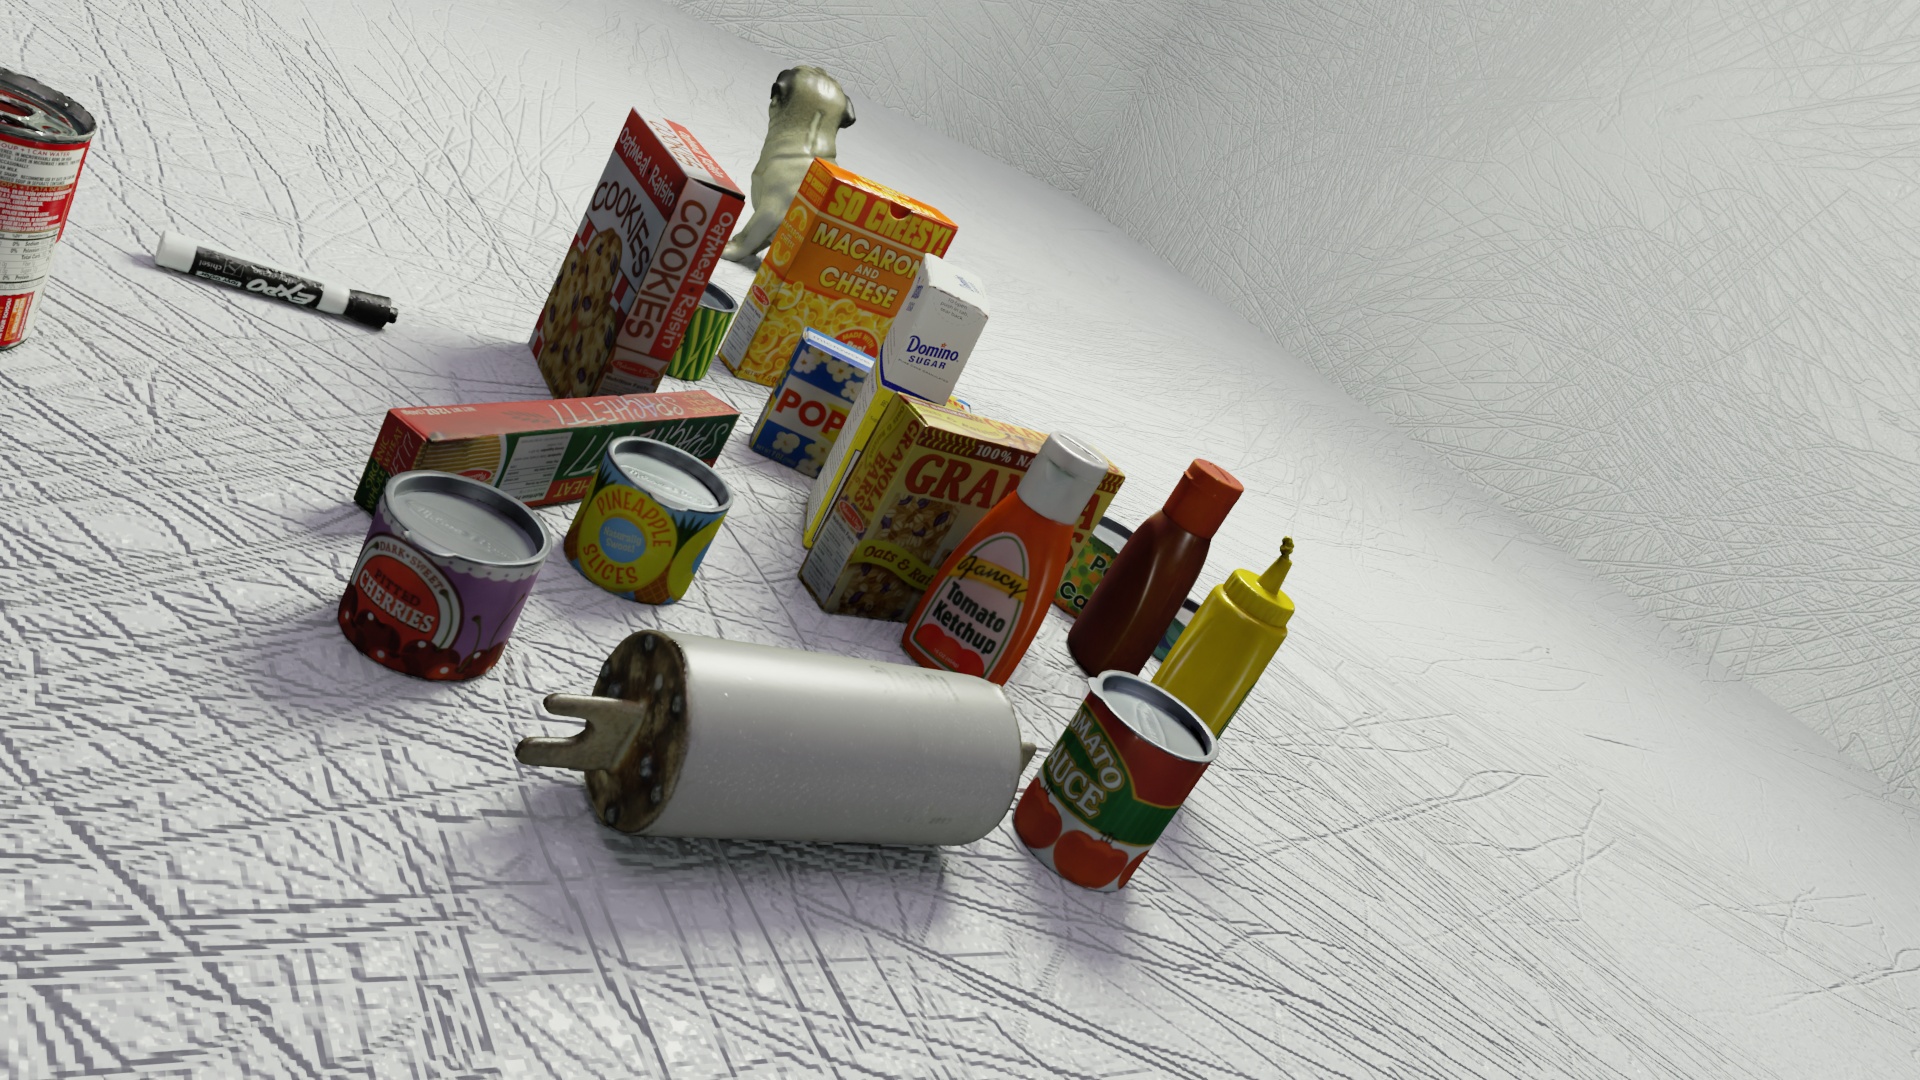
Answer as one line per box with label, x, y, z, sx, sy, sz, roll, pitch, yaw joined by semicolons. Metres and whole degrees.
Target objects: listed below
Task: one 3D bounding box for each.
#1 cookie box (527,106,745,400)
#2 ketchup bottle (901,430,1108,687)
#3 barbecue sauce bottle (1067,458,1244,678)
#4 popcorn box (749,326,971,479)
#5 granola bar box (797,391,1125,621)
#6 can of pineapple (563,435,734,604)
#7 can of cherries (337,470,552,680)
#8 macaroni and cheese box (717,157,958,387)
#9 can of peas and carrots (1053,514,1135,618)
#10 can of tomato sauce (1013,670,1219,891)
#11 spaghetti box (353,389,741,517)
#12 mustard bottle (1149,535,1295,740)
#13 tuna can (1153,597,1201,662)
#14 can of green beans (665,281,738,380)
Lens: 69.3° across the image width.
cookie box;-0.194;-0.157;0.821;0.040;0.167;0.123;15;24;-37
ketchup bottle;0.028;0.012;0.753;0.065;0.148;0.043;35;19;14
barbecue sauce bottle;0.123;0.019;0.871;0.043;0.148;0.065;22;21;-23
popcorn box;-0.066;-0.077;0.932;0.127;0.085;0.038;24;20;-17
granola bar box;0.003;-0.010;0.808;0.166;0.123;0.039;11;27;-44
can of pineapple;-0.154;-0.009;0.682;0.071;0.057;0.071;27;19;-10
can of cherries;-0.205;0.014;0.549;0.071;0.058;0.072;27;19;-10
macaroni and cheese box;-0.091;-0.188;1.048;0.124;0.166;0.040;12;26;-43
can of peas and carrots;0.096;0.021;0.963;0.071;0.058;0.071;27;19;-10
can of tomato sauce;0.071;0.114;0.661;0.071;0.082;0.071;27;19;-10
spaghetti box;-0.200;-0.047;0.719;0.029;0.050;0.251;36;20;15
mustard bottle;0.141;0.066;0.762;0.049;0.159;0.065;33;19;7
tuna can;0.161;0.068;0.977;0.071;0.032;0.071;27;20;-10
can of green beans;-0.198;-0.153;0.972;0.071;0.057;0.071;27;19;-10
